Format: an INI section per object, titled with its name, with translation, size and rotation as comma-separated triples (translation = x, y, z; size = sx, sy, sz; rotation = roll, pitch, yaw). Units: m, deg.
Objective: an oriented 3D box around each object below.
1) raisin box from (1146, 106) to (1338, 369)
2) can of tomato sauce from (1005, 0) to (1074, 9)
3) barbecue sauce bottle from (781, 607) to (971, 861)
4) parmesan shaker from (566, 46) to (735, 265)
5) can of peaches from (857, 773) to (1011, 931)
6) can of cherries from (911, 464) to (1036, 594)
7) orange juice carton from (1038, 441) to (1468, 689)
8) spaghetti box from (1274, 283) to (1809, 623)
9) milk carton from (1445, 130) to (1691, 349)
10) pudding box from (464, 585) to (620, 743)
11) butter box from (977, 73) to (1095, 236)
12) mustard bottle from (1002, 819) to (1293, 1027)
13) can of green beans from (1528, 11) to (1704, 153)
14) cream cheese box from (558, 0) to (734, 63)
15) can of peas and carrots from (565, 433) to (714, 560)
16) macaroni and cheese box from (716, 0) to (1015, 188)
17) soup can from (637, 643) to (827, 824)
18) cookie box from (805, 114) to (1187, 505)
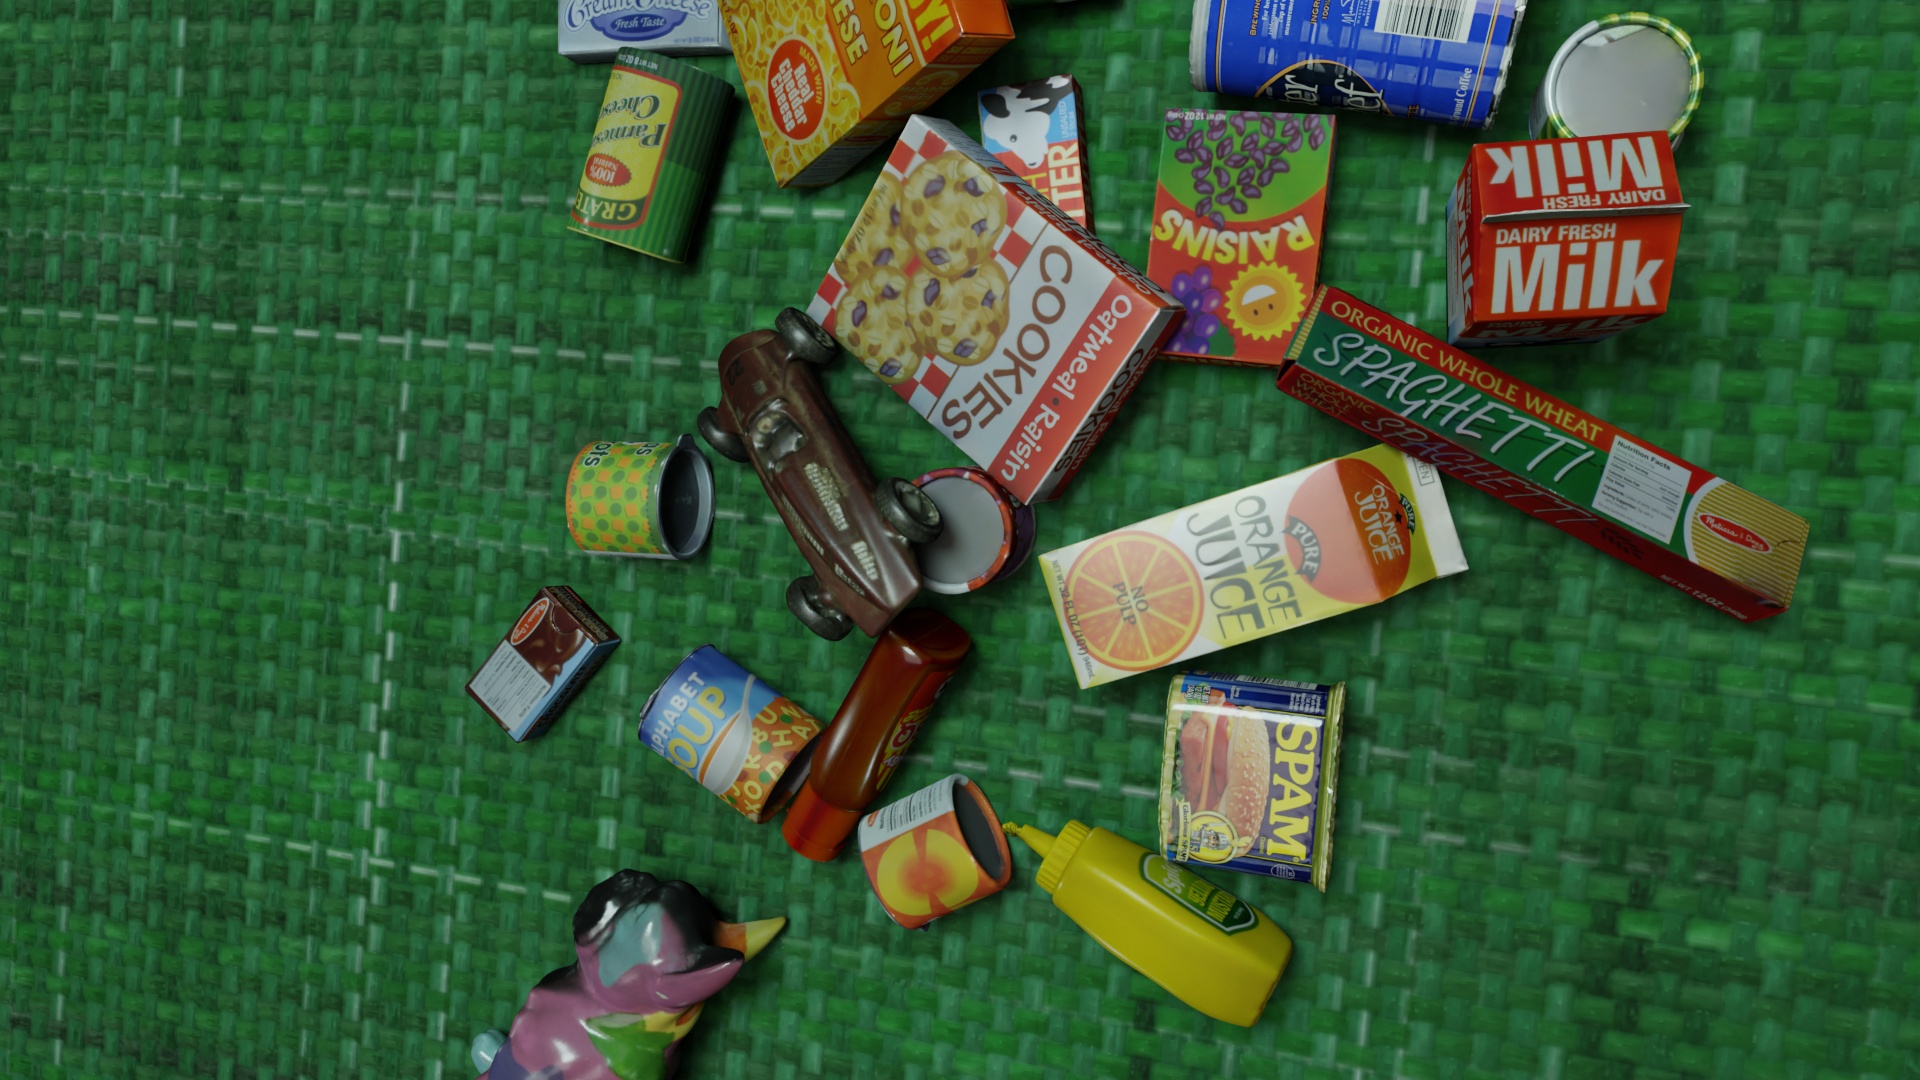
[raisin box]
translation = 0.139, -0.150, 0.700
size = 0.086, 0.040, 0.123
rotation = 7, 93, 15
[can of tomato sauce]
translation = 0.037, -0.306, 0.705
size = 0.083, 0.071, 0.071
rotation = -1, 92, 15
[barbecue sauce bottle]
translation = -0.050, 0.107, 0.753
size = 0.044, 0.065, 0.148
rotation = 35, 110, 14
[parmesan shaker]
translation = -0.173, -0.213, 0.770
size = 0.071, 0.071, 0.103
rotation = 19, 97, 14
[can of peaches]
translation = -0.012, 0.167, 0.742
size = 0.058, 0.071, 0.071
rotation = -29, 85, 14
[can of cherries]
translation = 0.003, -0.009, 0.733
size = 0.071, 0.058, 0.071
rotation = 1, 93, 16
[orange juice carton]
translation = 0.145, 0.010, 0.688
size = 0.192, 0.073, 0.072
rotation = -18, 87, 15
[spaghetti box]
translation = 0.267, -0.041, 0.644
size = 0.250, 0.028, 0.050
rotation = 27, 69, 3
[milk carton]
translation = 0.251, -0.125, 0.591
size = 0.072, 0.191, 0.073
rotation = -1, 93, 16
[pudding box]
translation = -0.247, 0.073, 0.821
size = 0.050, 0.030, 0.083
rotation = 43, 102, 11
[butter box]
translation = 0.041, -0.188, 0.733
size = 0.053, 0.024, 0.103
rotation = -6, 90, 16
[mustard bottle]
translation = 0.090, 0.186, 0.716
size = 0.160, 0.065, 0.048
rotation = 29, 104, 16
[can of green beans]
translation = 0.302, -0.203, 0.643
size = 0.071, 0.058, 0.071
rotation = 1, 93, 15
[cream cheese box]
translation = -0.178, -0.302, 0.788
size = 0.104, 0.024, 0.053
rotation = 2, 93, 15
[can of peas and carrots]
translation = -0.179, -0.025, 0.779
size = 0.059, 0.071, 0.071
rotation = 2, 93, 16
[macaroni and cheese box]
translation = -0.054, -0.271, 0.705
size = 0.166, 0.040, 0.123
rotation = -21, 87, 50
[soup can]
translation = -0.126, 0.107, 0.767
size = 0.084, 0.071, 0.071
rotation = 33, 101, 12
[cookie box]
translation = 0.015, -0.118, 0.711
size = 0.168, 0.040, 0.122
rotation = 42, 117, 17
